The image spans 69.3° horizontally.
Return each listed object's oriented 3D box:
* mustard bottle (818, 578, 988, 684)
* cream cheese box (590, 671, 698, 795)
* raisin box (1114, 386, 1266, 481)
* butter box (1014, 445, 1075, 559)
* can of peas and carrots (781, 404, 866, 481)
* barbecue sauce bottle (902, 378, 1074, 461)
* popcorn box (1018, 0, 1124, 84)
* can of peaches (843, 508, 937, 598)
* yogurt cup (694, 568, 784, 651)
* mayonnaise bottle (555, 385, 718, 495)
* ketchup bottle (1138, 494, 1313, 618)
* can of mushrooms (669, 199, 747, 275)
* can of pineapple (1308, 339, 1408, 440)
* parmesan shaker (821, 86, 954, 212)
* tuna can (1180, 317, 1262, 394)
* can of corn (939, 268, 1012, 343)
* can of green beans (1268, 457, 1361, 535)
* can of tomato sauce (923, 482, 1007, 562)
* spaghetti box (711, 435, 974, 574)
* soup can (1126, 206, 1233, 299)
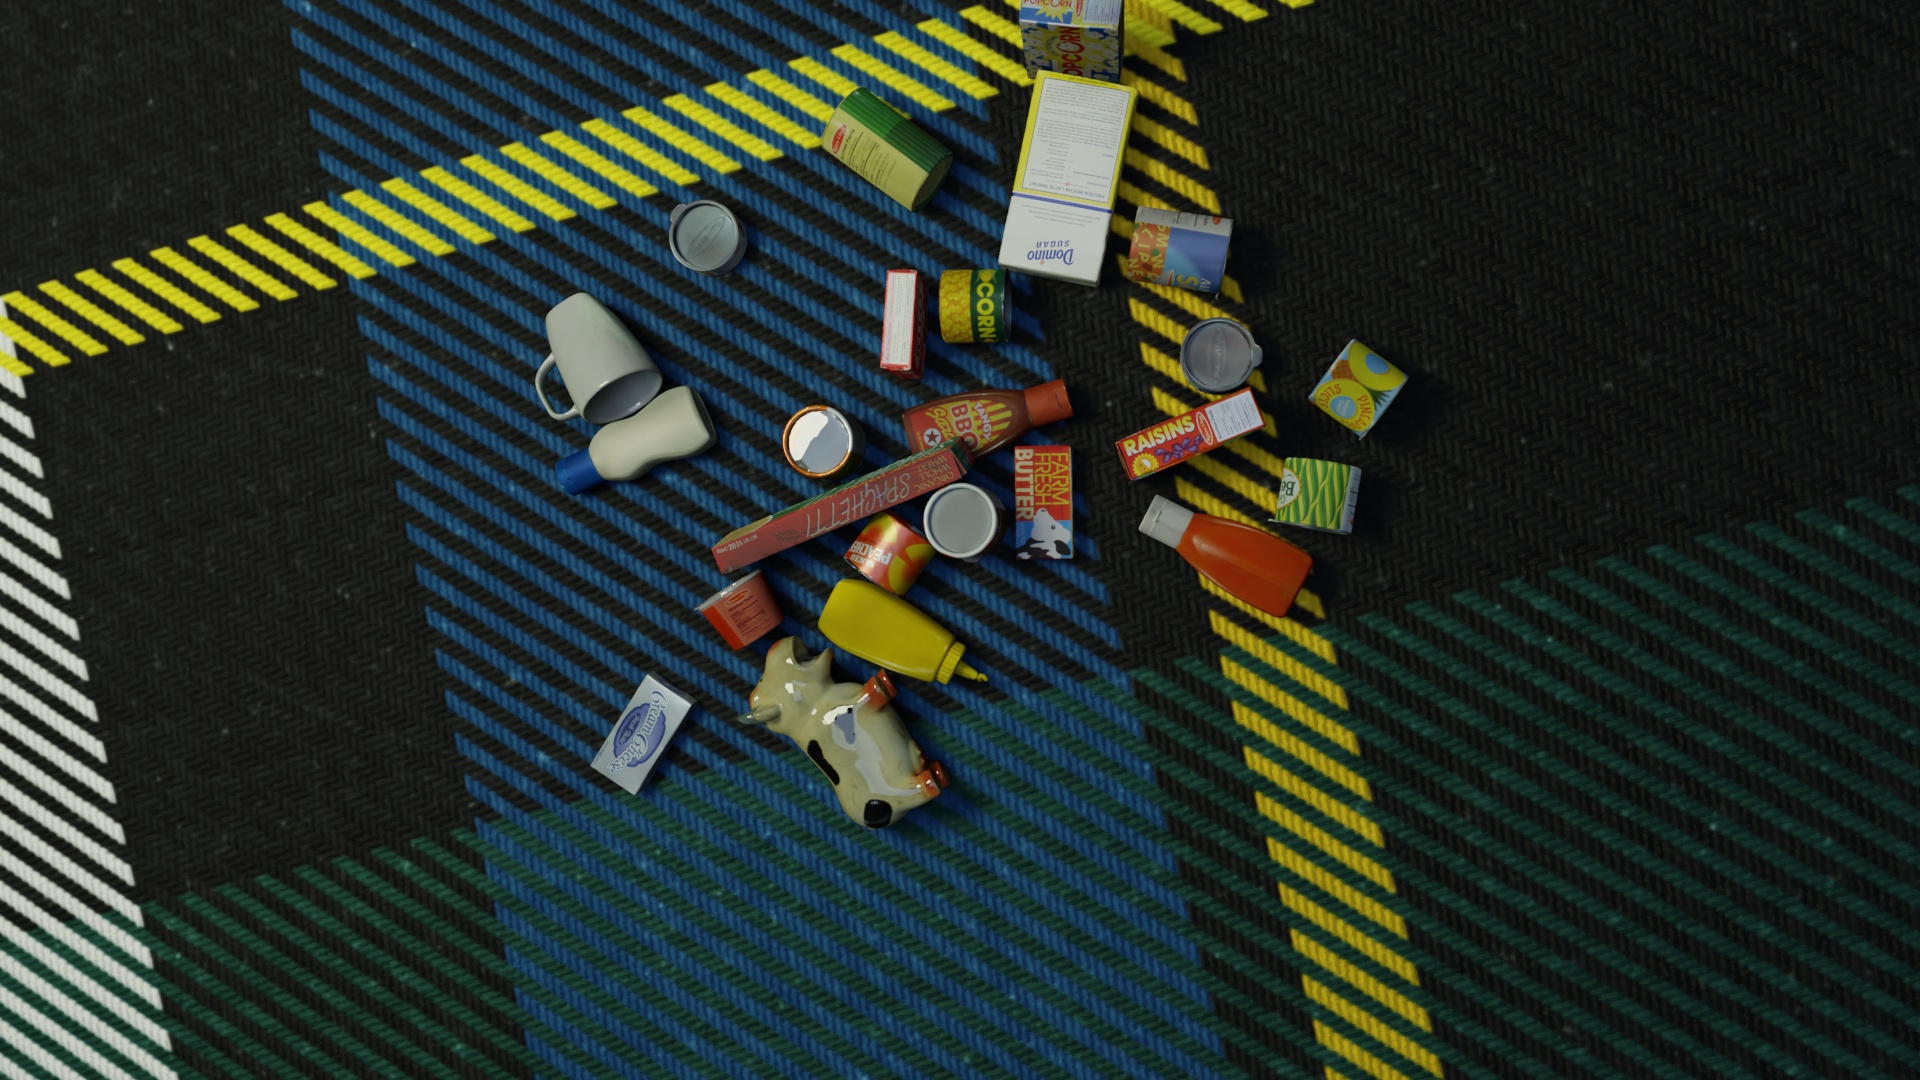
[{"bbox_3d":[-0.047,0.092,1.256,0.160,0.049,0.065,27,94,6],"label":"mustard bottle"},{"bbox_3d":[-0.295,0.180,1.298,0.053,0.024,0.103,32,94,5],"label":"cream cheese box"},{"bbox_3d":[0.198,-0.092,1.209,0.123,0.086,0.040,-22,92,6],"label":"raisin box"},{"bbox_3d":[0.076,-0.034,1.254,0.053,0.024,0.103,-1,90,6],"label":"butter box"},{"bbox_3d":[-0.126,-0.087,1.262,0.071,0.059,0.071,0,89,7],"label":"can of peas and carrots"},{"bbox_3d":[0.026,-0.108,1.251,0.148,0.044,0.065,-16,91,6],"label":"barbecue sauce bottle"},{"bbox_3d":[0.098,-0.437,1.203,0.085,0.126,0.038,8,87,7],"label":"popcorn box"},{"bbox_3d":[-0.063,0.009,1.248,0.071,0.071,0.058,37,93,6],"label":"can of peaches"},{"bbox_3d":[-0.197,0.065,1.268,0.072,0.072,0.054,-32,94,6],"label":"yogurt cup"},{"bbox_3d":[-0.304,-0.088,1.294,0.148,0.041,0.065,-24,85,7],"label":"mayonnaise bottle"},{"bbox_3d":[0.231,0.009,1.225,0.149,0.043,0.064,28,92,7],"label":"ketchup bottle"},{"bbox_3d":[-0.235,-0.282,1.290,0.071,0.033,0.071,0,90,7],"label":"can of mushrooms"},{"bbox_3d":[0.343,-0.131,1.200,0.058,0.071,0.071,37,94,7],"label":"can of pineapple"},{"bbox_3d":[-0.065,-0.350,1.255,0.103,0.071,0.071,37,94,5],"label":"parmesan shaker"},{"bbox_3d":[0.231,-0.163,1.232,0.071,0.033,0.071,0,90,7],"label":"tuna can"},{"bbox_3d":[0.014,-0.209,1.240,0.058,0.071,0.071,0,90,8],"label":"can of corn"},{"bbox_3d":[0.310,-0.039,1.205,0.071,0.071,0.058,10,91,7],"label":"can of green beans"},{"bbox_3d":[0.004,-0.015,1.233,0.071,0.083,0.071,0,90,7],"label":"can of tomato sauce"},{"bbox_3d":[-0.106,-0.031,1.239,0.250,0.050,0.028,-22,103,17],"label":"spaghetti box"},{"bbox_3d":[0.192,-0.253,1.222,0.084,0.071,0.071,10,91,8],"label":"soup can"}]
